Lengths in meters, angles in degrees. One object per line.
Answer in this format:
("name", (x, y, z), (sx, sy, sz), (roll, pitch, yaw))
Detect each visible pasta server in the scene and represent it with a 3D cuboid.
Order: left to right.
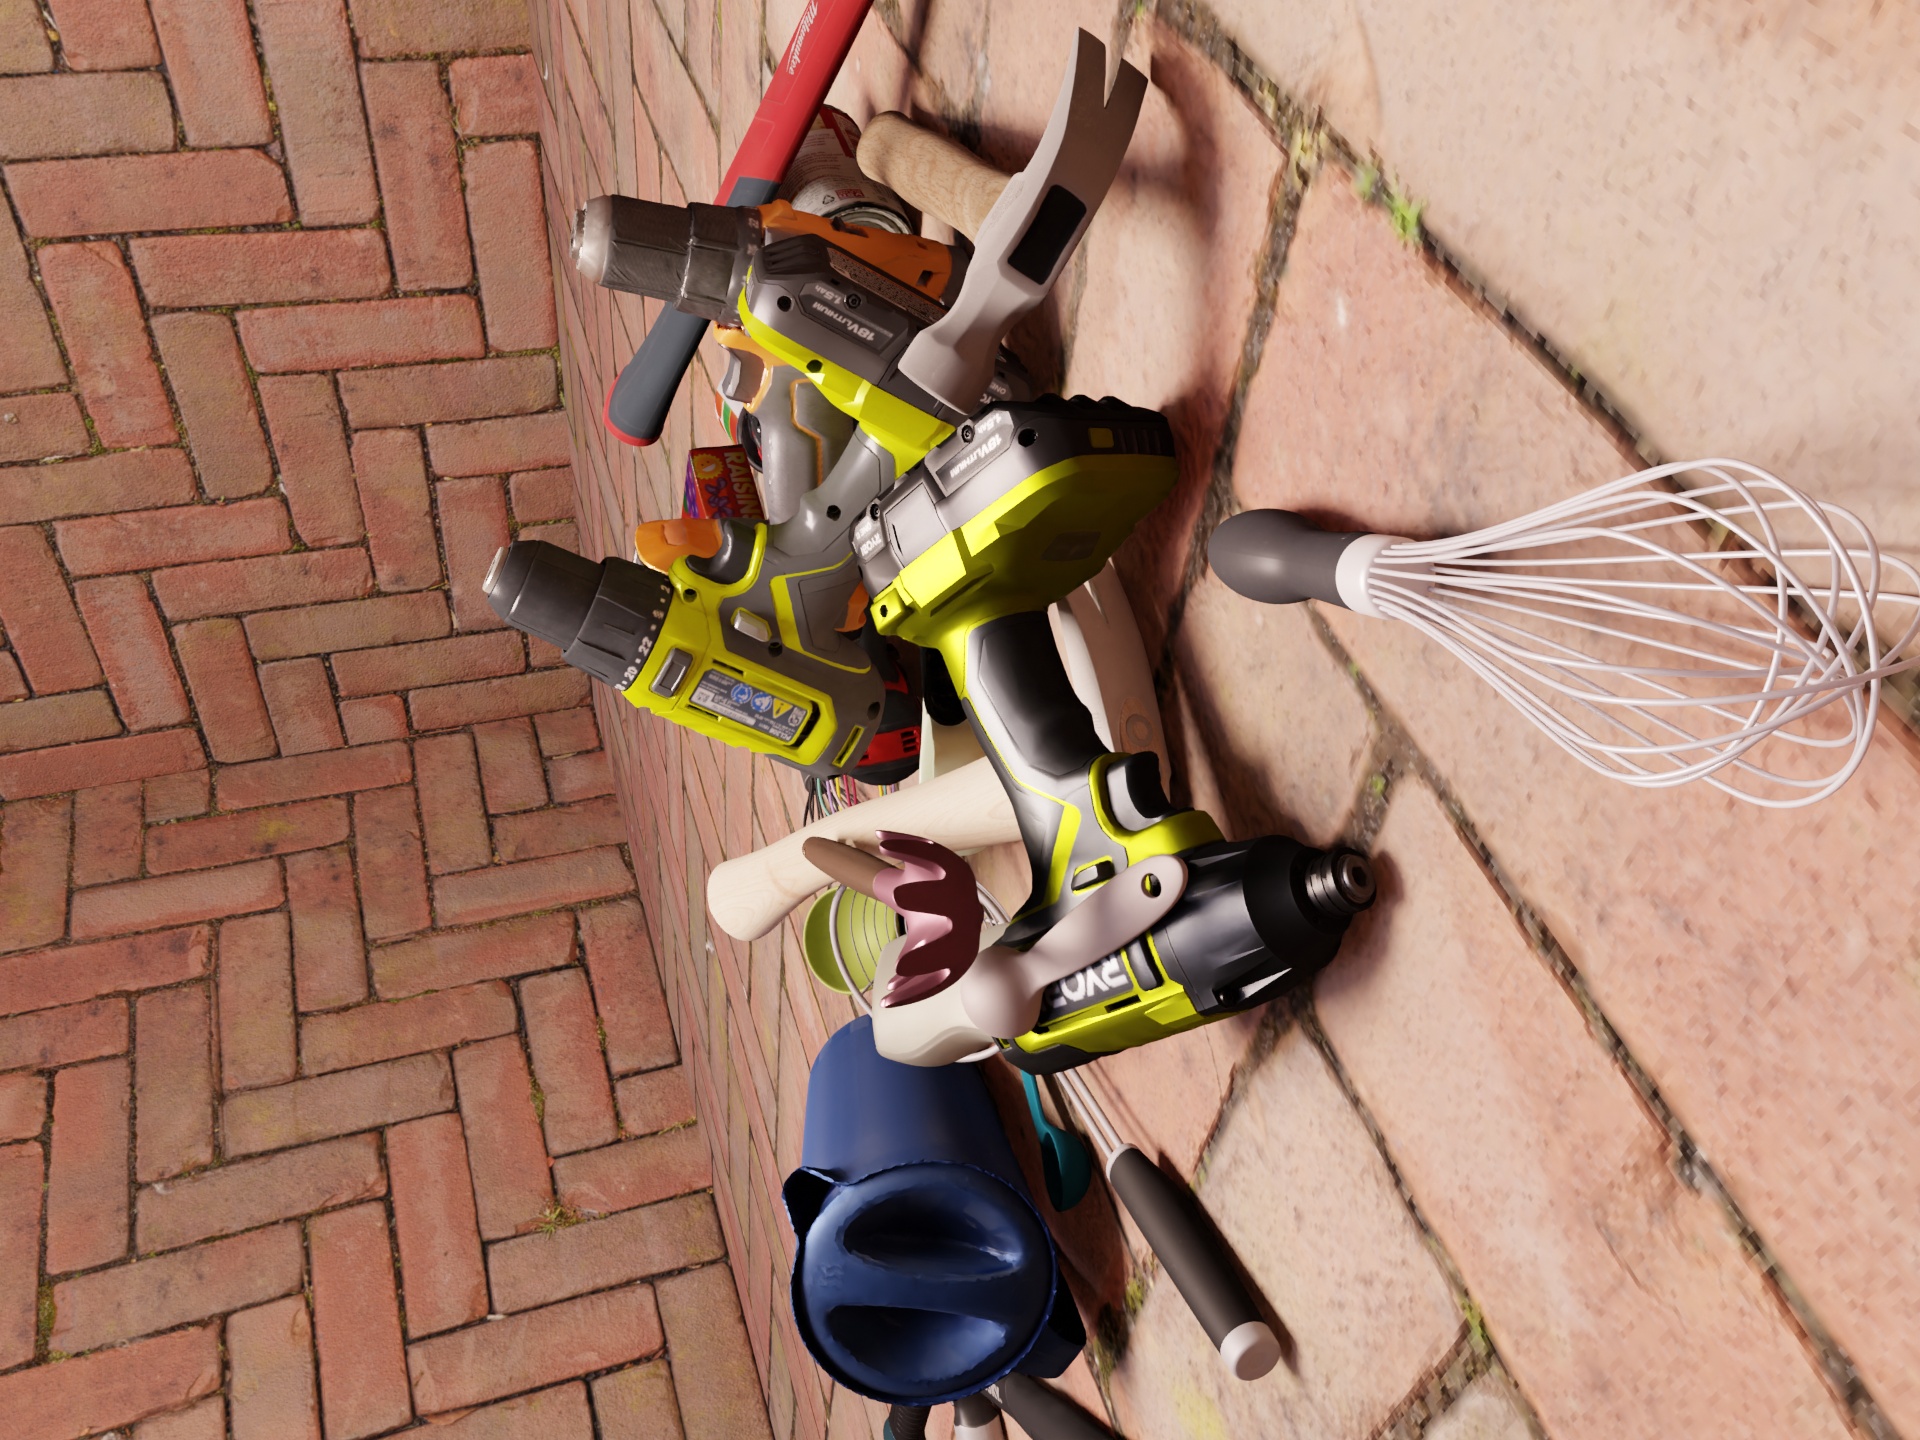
("pasta server", (-0.042, 0.066, 0.664), (0.316, 0.040, 0.060), (-179, 87, -75))

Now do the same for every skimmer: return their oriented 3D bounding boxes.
("skimmer", (0.027, 0.183, 0.768), (0.364, 0.090, 0.127), (-130, 37, -59))

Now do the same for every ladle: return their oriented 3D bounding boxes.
("ladle", (-0.047, 0.098, 1.027), (0.078, 0.062, 0.320), (62, 155, 19))

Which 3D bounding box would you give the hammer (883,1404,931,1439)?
("hammer", (-0.026, 0.426, 1.059), (0.330, 0.033, 0.128), (99, 153, -48))

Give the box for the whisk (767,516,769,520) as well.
("whisk", (-0.118, -0.130, 1.061), (0.073, 0.073, 0.295), (-131, 48, -59))

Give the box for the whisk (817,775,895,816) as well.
("whisk", (-0.092, -0.023, 1.127), (0.047, 0.051, 0.245), (98, 159, -60))

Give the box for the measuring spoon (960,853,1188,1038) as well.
("measuring spoon", (0.034, 0.077, 0.542), (0.124, 0.018, 0.034), (-44, 66, 44))

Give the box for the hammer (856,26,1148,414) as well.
("hammer", (-0.003, -0.227, 0.665), (0.130, 0.031, 0.332), (-55, 24, 14))

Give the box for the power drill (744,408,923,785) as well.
("power drill", (-0.073, -0.090, 0.970), (0.188, 0.080, 0.226), (-122, 22, -66))

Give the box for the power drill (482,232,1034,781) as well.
("power drill", (-0.090, -0.096, 0.722), (0.228, 0.190, 0.080), (-57, 23, 21))

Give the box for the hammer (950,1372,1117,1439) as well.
("hammer", (0.040, 0.404, 0.952), (0.335, 0.035, 0.146), (150, 108, -72))

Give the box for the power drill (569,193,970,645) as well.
("power drill", (-0.109, -0.141, 0.780), (0.084, 0.185, 0.226), (-115, 37, -54))

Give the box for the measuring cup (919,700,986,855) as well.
("measuring cup", (-0.001, -0.003, 0.871), (0.083, 0.038, 0.168), (102, 170, -56))

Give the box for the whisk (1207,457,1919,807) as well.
("whisk", (0.124, -0.034, 0.402), (0.285, 0.070, 0.070), (-141, 44, -73))

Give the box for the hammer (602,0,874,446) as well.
("hammer", (-0.100, -0.267, 0.807), (0.386, 0.038, 0.143), (-50, 49, 43))

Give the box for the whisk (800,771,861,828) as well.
("whisk", (-0.105, 0.045, 1.209), (0.239, 0.055, 0.055), (-117, 24, -56))

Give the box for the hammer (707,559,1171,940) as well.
("hammer", (-0.036, 0.046, 0.801), (0.410, 0.038, 0.146), (-24, 75, 55))

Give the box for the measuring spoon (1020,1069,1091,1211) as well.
("measuring spoon", (0.049, 0.202, 0.851), (0.129, 0.021, 0.042), (-105, 15, -48))

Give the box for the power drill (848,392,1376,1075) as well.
("power drill", (0.050, 0.003, 0.576), (0.171, 0.080, 0.223), (-32, 71, 47))
